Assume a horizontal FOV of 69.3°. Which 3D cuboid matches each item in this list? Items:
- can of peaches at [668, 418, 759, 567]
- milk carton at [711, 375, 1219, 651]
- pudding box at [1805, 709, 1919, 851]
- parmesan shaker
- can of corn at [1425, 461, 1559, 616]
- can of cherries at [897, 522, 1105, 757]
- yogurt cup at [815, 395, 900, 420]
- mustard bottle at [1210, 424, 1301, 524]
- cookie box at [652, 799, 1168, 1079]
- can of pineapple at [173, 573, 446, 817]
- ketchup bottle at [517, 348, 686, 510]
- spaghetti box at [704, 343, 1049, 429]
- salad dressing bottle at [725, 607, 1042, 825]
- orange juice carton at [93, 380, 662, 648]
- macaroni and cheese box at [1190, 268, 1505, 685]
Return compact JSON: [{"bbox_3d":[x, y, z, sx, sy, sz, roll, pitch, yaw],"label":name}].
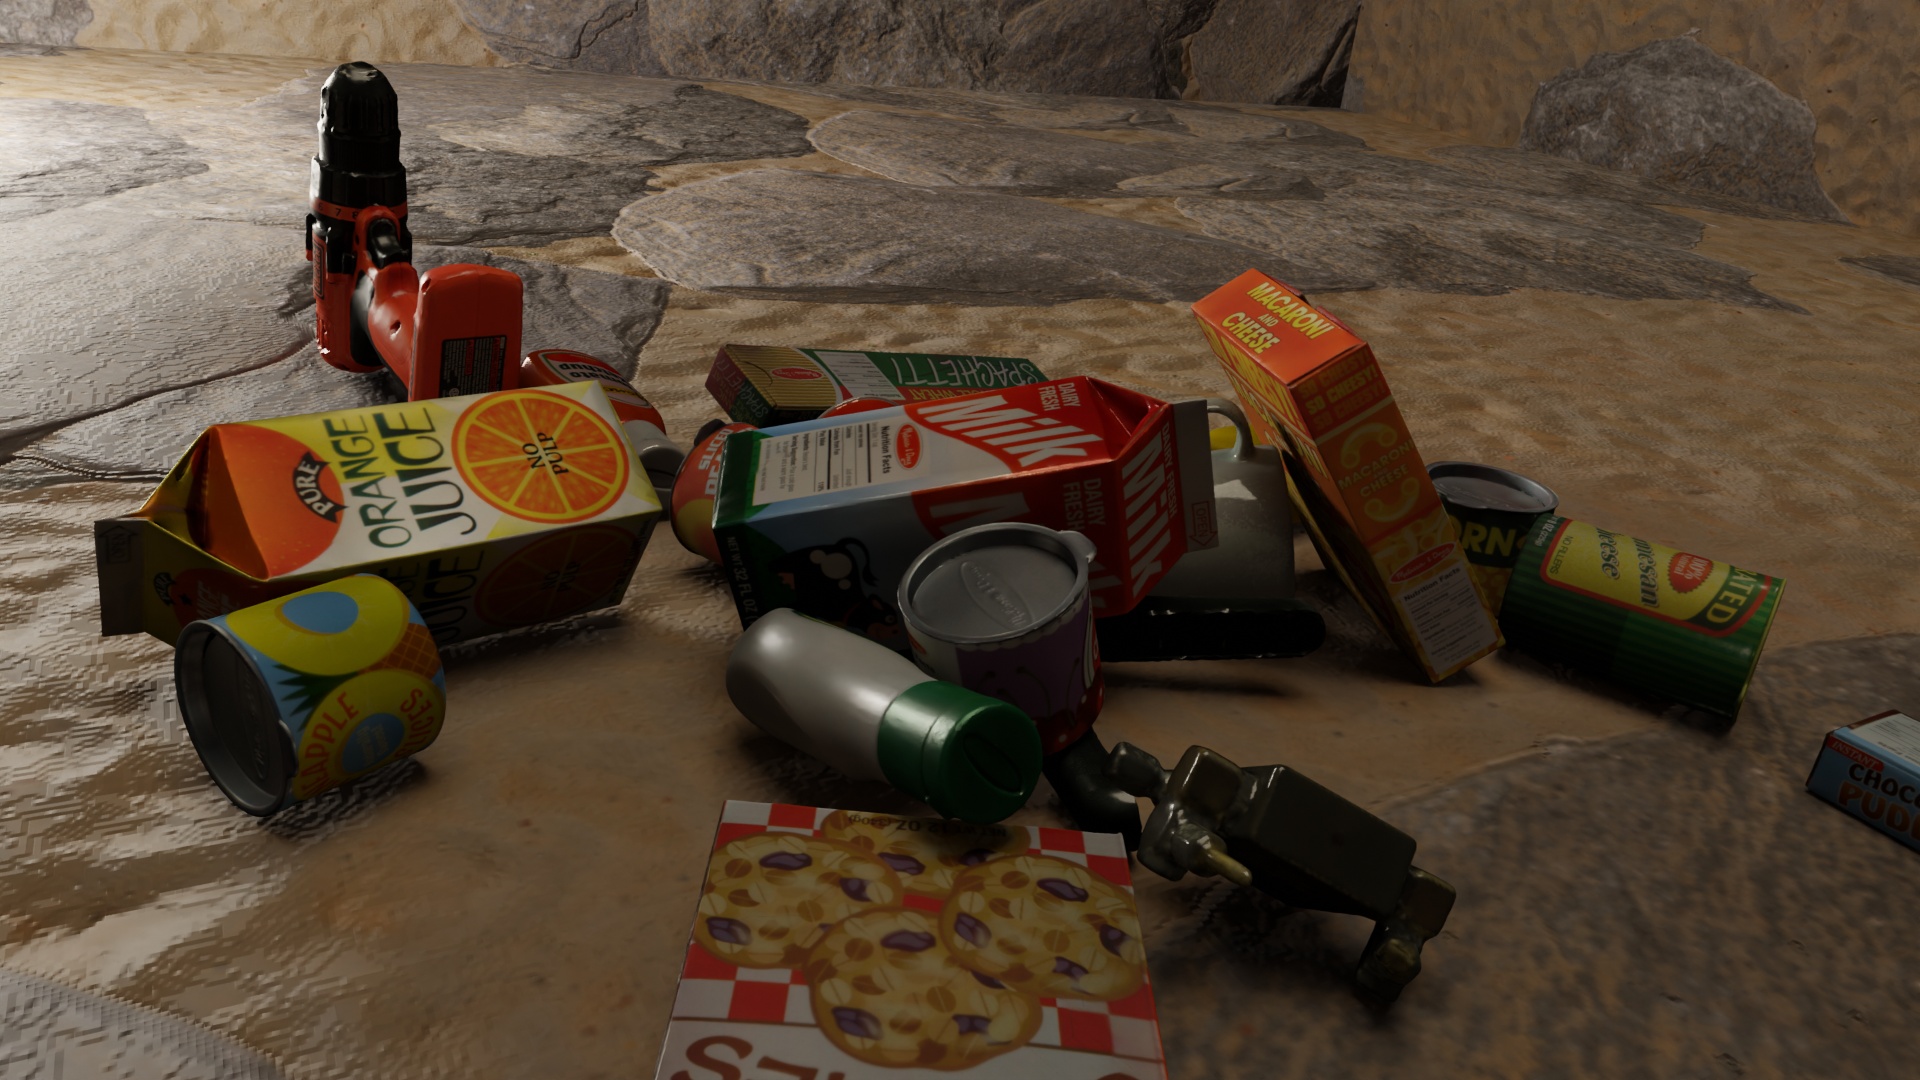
[{"bbox_3d":[-0.089,-0.016,0.632,0.058,0.071,0.071,24,29,32],"label":"can of peaches"},{"bbox_3d":[0.006,-0.011,0.549,0.191,0.072,0.074,-10,33,2],"label":"milk carton"},{"bbox_3d":[0.383,0.101,0.535,0.050,0.030,0.084,-7,27,-31],"label":"pudding box"},{"bbox_3d":[0.303,0.034,0.624,0.103,0.071,0.071,20,27,30],"label":"parmesan shaker"},{"bbox_3d":[0.258,-0.001,0.699,0.071,0.058,0.071,5,24,-2],"label":"can of corn"},{"bbox_3d":[0.018,0.035,0.491,0.071,0.058,0.072,-8,35,6],"label":"can of cherries"},{"bbox_3d":[-0.041,-0.031,0.688,0.072,0.072,0.054,-8,35,-30],"label":"yogurt cup"},{"bbox_3d":[0.201,-0.041,0.789,0.161,0.048,0.065,-9,28,-32],"label":"mustard bottle"},{"bbox_3d":[-0.012,0.132,0.352,0.123,0.040,0.168,6,23,-3],"label":"cookie box"},{"bbox_3d":[-0.212,0.050,0.457,0.071,0.070,0.058,21,27,31],"label":"can of pineapple"},{"bbox_3d":[-0.186,-0.059,0.736,0.065,0.043,0.149,11,17,-38],"label":"ketchup bottle"},{"bbox_3d":[-0.028,-0.079,0.771,0.251,0.028,0.050,-6,48,-49],"label":"spaghetti box"},{"bbox_3d":[-0.029,0.057,0.459,0.044,0.064,0.147,-52,29,-16],"label":"salad dressing bottle"},{"bbox_3d":[-0.223,-0.003,0.536,0.193,0.071,0.073,-13,61,-38],"label":"orange juice carton"},{"bbox_3d":[0.174,-0.033,0.629,0.040,0.166,0.124,-31,26,4],"label":"macaroni and cheese box"}]
